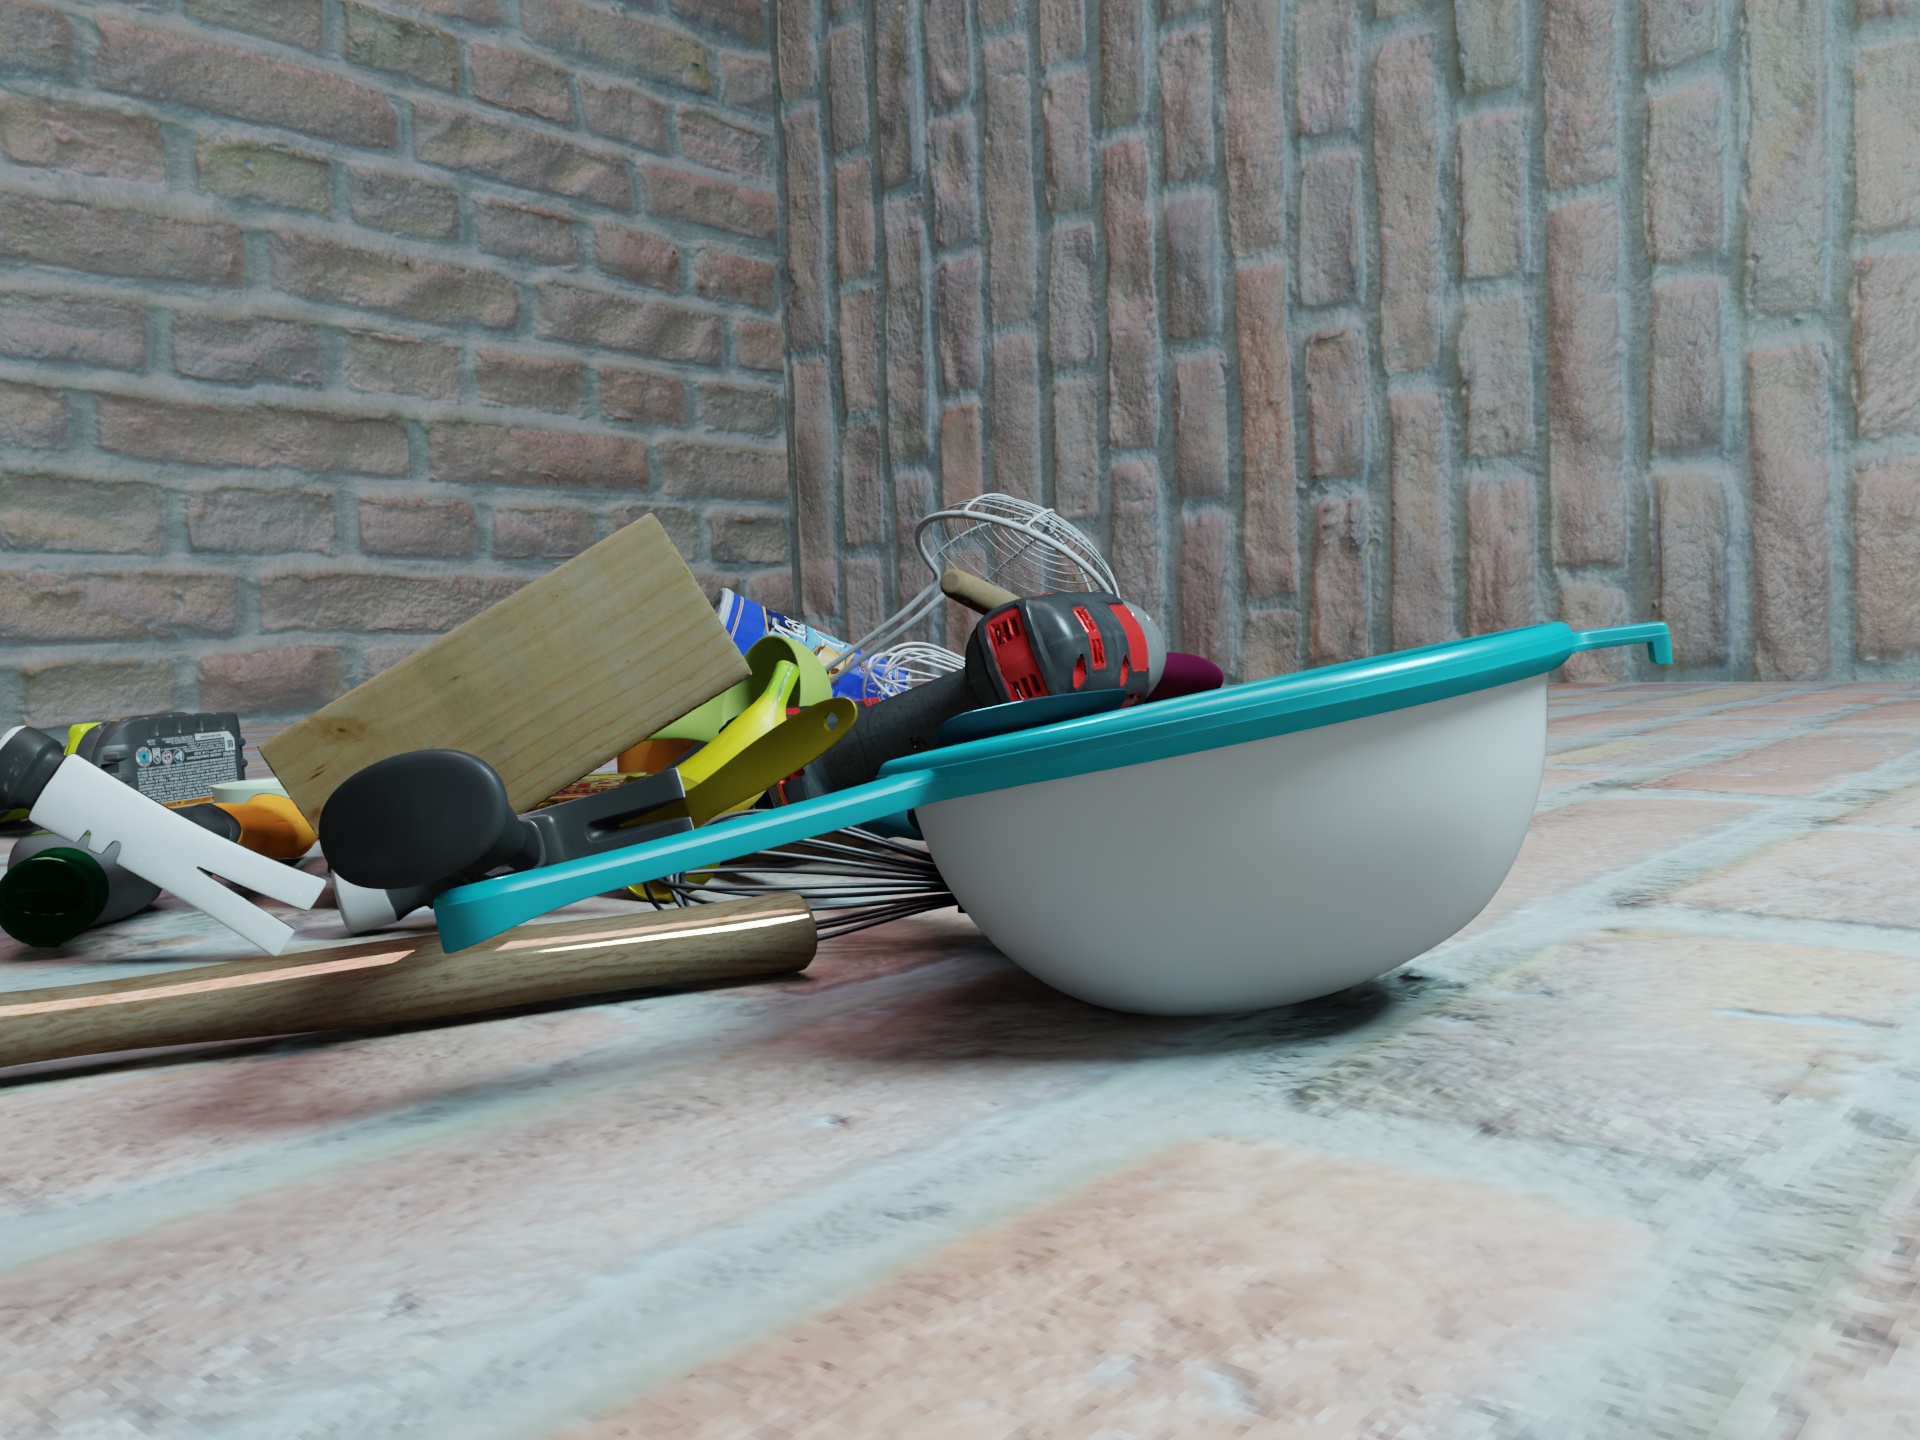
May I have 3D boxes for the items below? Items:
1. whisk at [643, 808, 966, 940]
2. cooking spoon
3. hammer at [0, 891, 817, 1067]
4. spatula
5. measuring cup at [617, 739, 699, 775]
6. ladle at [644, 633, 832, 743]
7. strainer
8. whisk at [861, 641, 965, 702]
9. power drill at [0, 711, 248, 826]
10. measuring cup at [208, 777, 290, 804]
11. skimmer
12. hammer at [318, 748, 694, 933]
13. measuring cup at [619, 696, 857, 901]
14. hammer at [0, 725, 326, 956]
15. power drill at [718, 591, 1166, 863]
[{"bbox_3d":[0.001,0.064,0.595,0.239,0.055,0.055,3,3,0],"label":"whisk"},{"bbox_3d":[0.073,-0.040,0.899,0.069,0.017,0.318,-16,-18,27],"label":"cooking spoon"},{"bbox_3d":[-0.200,0.082,0.477,0.331,0.031,0.130,-3,3,-27],"label":"hammer"},{"bbox_3d":[-0.050,0.036,0.695,0.082,0.044,0.317,-9,-4,-34],"label":"spatula"},{"bbox_3d":[-0.240,0.038,1.121,0.173,0.052,0.095,-5,4,-22],"label":"measuring cup"},{"bbox_3d":[-0.230,0.006,0.943,0.320,0.078,0.062,-8,-19,9],"label":"ladle"},{"bbox_3d":[0.030,0.049,0.458,0.340,0.095,0.211,-13,0,-27],"label":"strainer"},{"bbox_3d":[0.036,-0.020,1.089,0.246,0.059,0.058,4,30,-38],"label":"whisk"},{"bbox_3d":[-0.624,0.040,1.123,0.228,0.080,0.190,-4,3,18],"label":"power drill"},{"bbox_3d":[-0.445,0.056,1.059,0.083,0.038,0.167,-3,1,-13],"label":"measuring cup"},{"bbox_3d":[-0.068,-0.017,0.965,0.363,0.090,0.127,-34,-52,22],"label":"skimmer"},{"bbox_3d":[-0.155,0.039,0.531,0.146,0.035,0.335,-14,-3,-14],"label":"hammer"},{"bbox_3d":[-0.096,0.030,0.703,0.156,0.062,0.029,-32,-17,28],"label":"measuring cup"},{"bbox_3d":[-0.344,0.055,0.759,0.127,0.034,0.337,31,-10,-9],"label":"hammer"},{"bbox_3d":[-0.001,-0.003,0.806,0.219,0.078,0.143,-24,-9,31],"label":"power drill"}]
